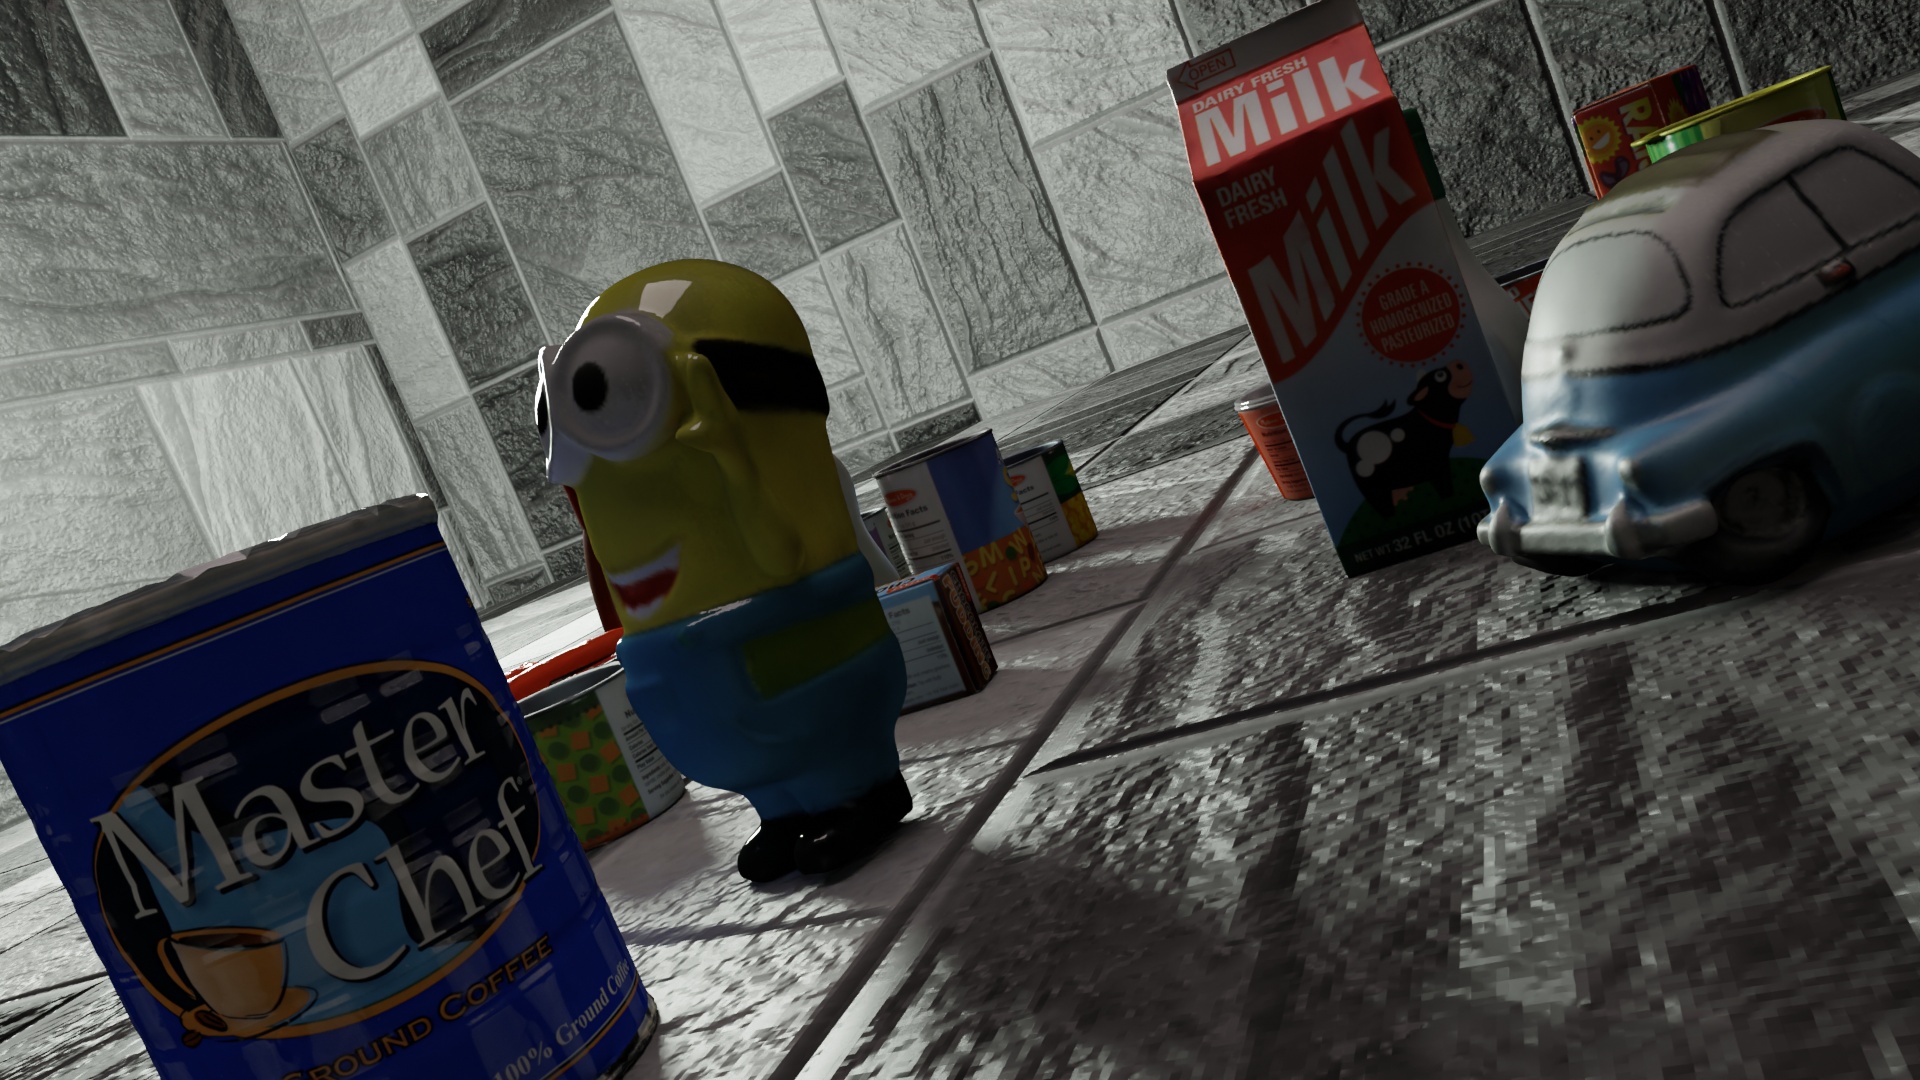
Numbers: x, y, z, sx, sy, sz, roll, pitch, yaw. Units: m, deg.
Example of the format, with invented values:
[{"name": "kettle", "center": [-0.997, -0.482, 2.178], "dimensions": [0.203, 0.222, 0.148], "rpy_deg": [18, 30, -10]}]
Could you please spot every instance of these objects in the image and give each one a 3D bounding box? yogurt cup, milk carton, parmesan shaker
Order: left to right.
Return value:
[{"name": "yogurt cup", "center": [0.172, -0.054, 0.666], "dimensions": [0.072, 0.054, 0.072], "rpy_deg": [-22, 7, 3]}, {"name": "milk carton", "center": [0.140, -0.092, 0.498], "dimensions": [0.072, 0.190, 0.074], "rpy_deg": [-20, 7, 20]}, {"name": "parmesan shaker", "center": [0.313, -0.120, 0.538], "dimensions": [0.071, 0.103, 0.071], "rpy_deg": [-22, 7, 3]}]

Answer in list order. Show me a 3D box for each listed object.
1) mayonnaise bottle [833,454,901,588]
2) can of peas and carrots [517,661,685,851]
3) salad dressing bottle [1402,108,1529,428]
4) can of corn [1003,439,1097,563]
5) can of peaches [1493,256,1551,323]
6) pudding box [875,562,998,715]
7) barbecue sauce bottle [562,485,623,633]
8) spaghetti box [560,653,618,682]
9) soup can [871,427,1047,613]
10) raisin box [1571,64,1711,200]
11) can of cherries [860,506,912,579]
[{"name": "mayonnaise bottle", "center": [-0.080, -0.012, 0.728], "dimensions": [0.065, 0.148, 0.041], "rpy_deg": [-25, 7, -24]}, {"name": "can of peas and carrots", "center": [-0.155, 0.089, 0.561], "dimensions": [0.071, 0.058, 0.071], "rpy_deg": [-22, 7, 3]}, {"name": "salad dressing bottle", "center": [0.191, -0.098, 0.562], "dimensions": [0.044, 0.147, 0.064], "rpy_deg": [-27, 8, -36]}, {"name": "can of corn", "center": [0.039, -0.019, 0.794], "dimensions": [0.071, 0.058, 0.071], "rpy_deg": [-22, 7, 3]}, {"name": "can of peaches", "center": [0.297, -0.110, 0.699], "dimensions": [0.071, 0.058, 0.071], "rpy_deg": [-22, 7, 3]}, {"name": "pudding box", "center": [-0.033, 0.045, 0.560], "dimensions": [0.083, 0.049, 0.030], "rpy_deg": [-19, 7, 21]}, {"name": "barbecue sauce bottle", "center": [-0.187, 0.021, 0.804], "dimensions": [0.043, 0.148, 0.065], "rpy_deg": [-18, 8, 33]}, {"name": "spaghetti box", "center": [-0.170, 0.084, 0.681], "dimensions": [0.028, 0.050, 0.251], "rpy_deg": [-16, 9, 43]}, {"name": "soup can", "center": [0.003, -0.009, 0.721], "dimensions": [0.071, 0.083, 0.071], "rpy_deg": [-22, 7, 3]}, {"name": "raisin box", "center": [0.342, -0.159, 0.666], "dimensions": [0.040, 0.123, 0.086], "rpy_deg": [-15, 9, 45]}, {"name": "can of cherries", "center": [-0.067, 0.019, 0.822], "dimensions": [0.071, 0.058, 0.071], "rpy_deg": [-22, 7, 3]}]
